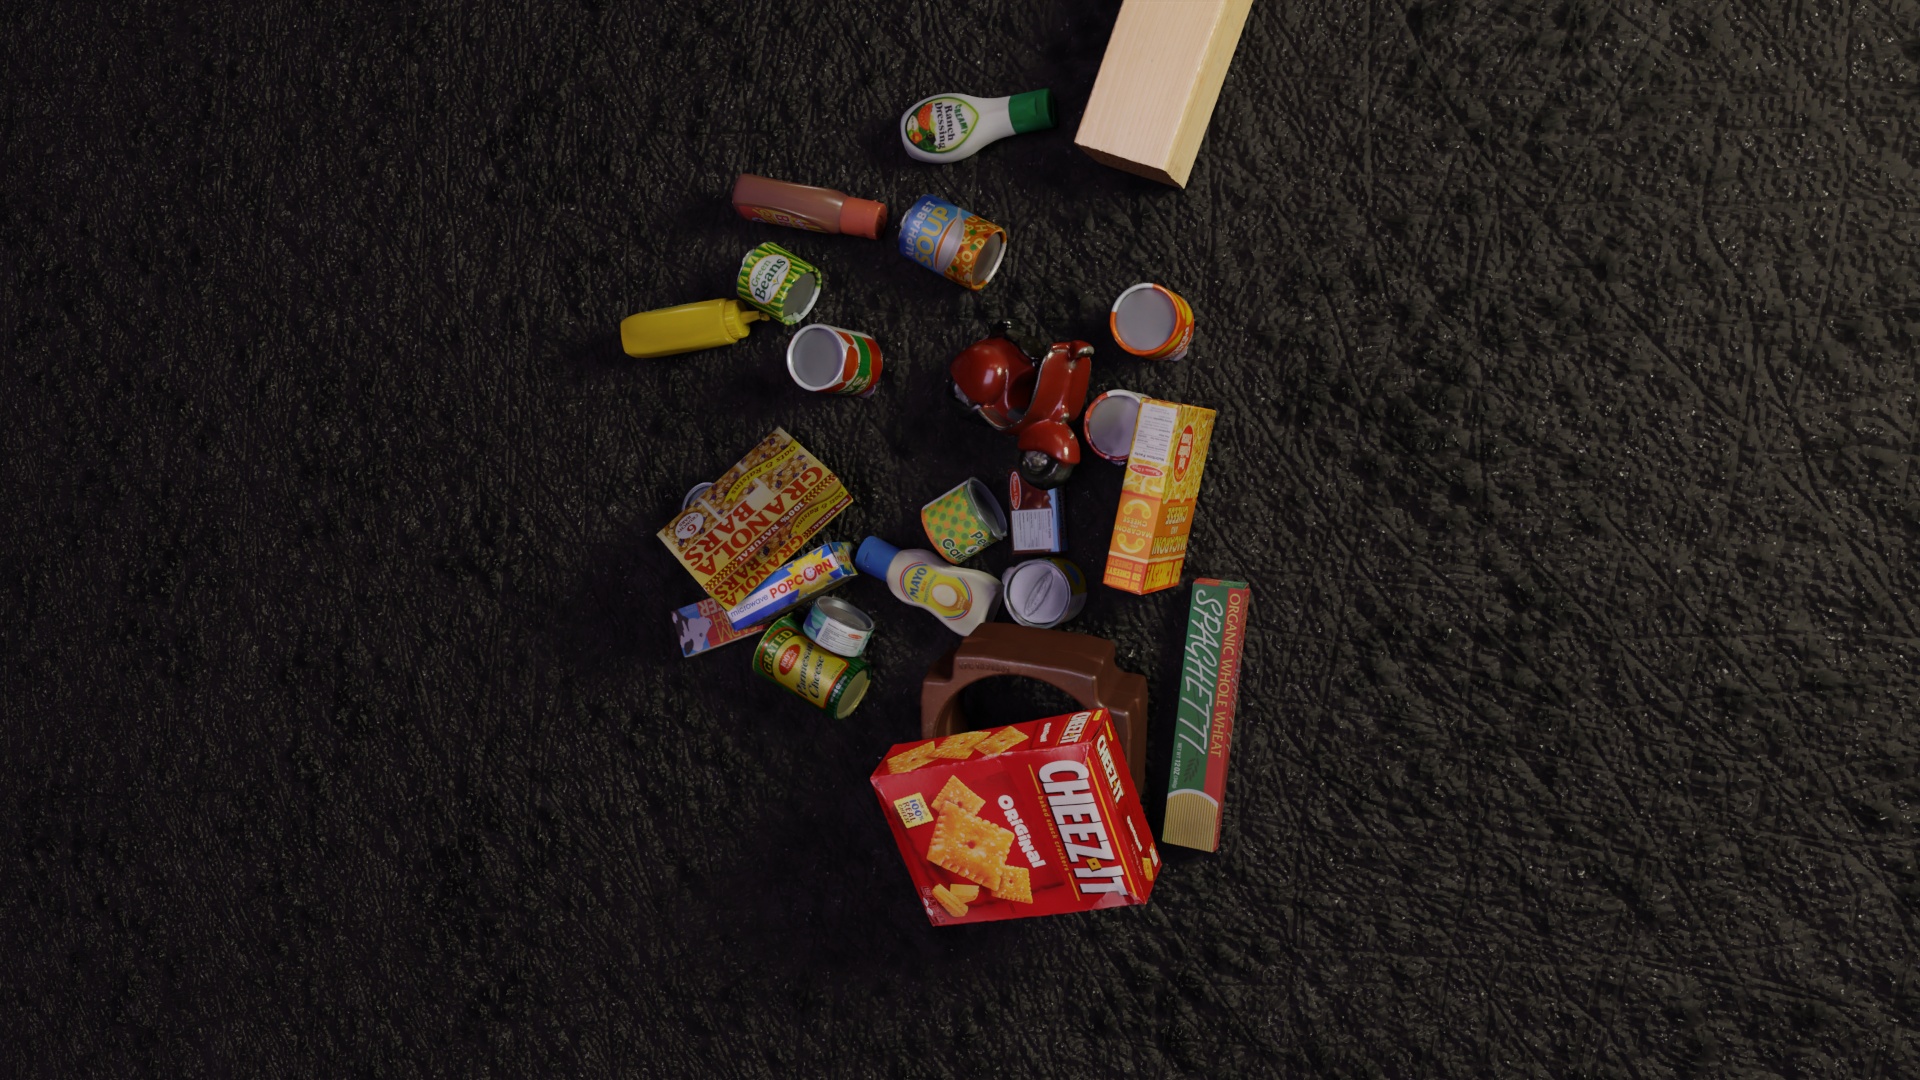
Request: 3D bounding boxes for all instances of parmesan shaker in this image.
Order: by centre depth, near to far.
[{"bbox_3d":[-0.148,0.127,1.404,0.103,0.071,0.071,28,102,18],"label":"parmesan shaker"}]

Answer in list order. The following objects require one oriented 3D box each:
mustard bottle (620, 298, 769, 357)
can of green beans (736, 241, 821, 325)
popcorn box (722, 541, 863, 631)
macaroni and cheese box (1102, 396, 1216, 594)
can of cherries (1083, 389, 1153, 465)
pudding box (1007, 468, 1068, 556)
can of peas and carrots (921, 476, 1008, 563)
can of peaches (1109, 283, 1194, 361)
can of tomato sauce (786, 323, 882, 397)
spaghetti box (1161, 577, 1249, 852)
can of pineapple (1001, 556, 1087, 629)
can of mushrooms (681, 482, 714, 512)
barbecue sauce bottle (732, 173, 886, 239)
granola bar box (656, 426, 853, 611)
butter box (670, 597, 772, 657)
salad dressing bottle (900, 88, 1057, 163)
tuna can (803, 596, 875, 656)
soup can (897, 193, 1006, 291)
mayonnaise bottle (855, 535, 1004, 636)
[{"bbox_3d":[-0.270,-0.223,1.442,0.160,0.065,0.048,-7,95,16],"label":"mustard bottle"},{"bbox_3d":[-0.183,-0.259,1.401,0.058,0.071,0.071,32,103,17],"label":"can of green beans"},{"bbox_3d":[-0.167,0.045,1.384,0.126,0.085,0.038,-27,86,8],"label":"popcorn box"},{"bbox_3d":[0.178,-0.041,1.238,0.040,0.124,0.166,15,98,23],"label":"macaroni and cheese box"},{"bbox_3d":[0.152,-0.102,1.281,0.071,0.058,0.071,1,92,21],"label":"can of cherries"},{"bbox_3d":[0.075,-0.028,1.329,0.049,0.030,0.083,-4,91,23],"label":"pudding box"},{"bbox_3d":[0.005,-0.017,1.337,0.058,0.071,0.071,-31,81,21],"label":"can of peas and carrots"},{"bbox_3d":[0.176,-0.197,1.268,0.071,0.058,0.071,1,92,22],"label":"can of peaches"},{"bbox_3d":[-0.124,-0.176,1.372,0.071,0.083,0.071,1,92,22],"label":"can of tomato sauce"},{"bbox_3d":[0.226,0.160,1.278,0.050,0.029,0.249,8,95,20],"label":"spaghetti box"},{"bbox_3d":[0.080,0.047,1.315,0.071,0.058,0.071,1,92,21],"label":"can of pineapple"},{"bbox_3d":[-0.254,-0.029,1.456,0.071,0.033,0.071,1,92,22],"label":"can of mushrooms"},{"bbox_3d":[-0.149,-0.332,1.390,0.148,0.065,0.043,13,89,12],"label":"barbecue sauce bottle"},{"bbox_3d":[-0.204,-0.022,1.373,0.166,0.039,0.124,-42,45,-9],"label":"granola bar box"},{"bbox_3d":[-0.251,0.084,1.464,0.103,0.024,0.053,-20,85,21],"label":"butter box"},{"bbox_3d":[0.018,-0.401,1.330,0.147,0.044,0.064,-5,92,21],"label":"salad dressing bottle"},{"bbox_3d":[-0.123,0.085,1.394,0.071,0.071,0.032,31,104,17],"label":"tuna can"},{"bbox_3d":[-0.009,-0.286,1.330,0.084,0.071,0.071,29,102,18],"label":"soup can"},{"bbox_3d":[-0.033,0.041,1.368,0.148,0.041,0.064,25,102,18],"label":"mayonnaise bottle"}]
